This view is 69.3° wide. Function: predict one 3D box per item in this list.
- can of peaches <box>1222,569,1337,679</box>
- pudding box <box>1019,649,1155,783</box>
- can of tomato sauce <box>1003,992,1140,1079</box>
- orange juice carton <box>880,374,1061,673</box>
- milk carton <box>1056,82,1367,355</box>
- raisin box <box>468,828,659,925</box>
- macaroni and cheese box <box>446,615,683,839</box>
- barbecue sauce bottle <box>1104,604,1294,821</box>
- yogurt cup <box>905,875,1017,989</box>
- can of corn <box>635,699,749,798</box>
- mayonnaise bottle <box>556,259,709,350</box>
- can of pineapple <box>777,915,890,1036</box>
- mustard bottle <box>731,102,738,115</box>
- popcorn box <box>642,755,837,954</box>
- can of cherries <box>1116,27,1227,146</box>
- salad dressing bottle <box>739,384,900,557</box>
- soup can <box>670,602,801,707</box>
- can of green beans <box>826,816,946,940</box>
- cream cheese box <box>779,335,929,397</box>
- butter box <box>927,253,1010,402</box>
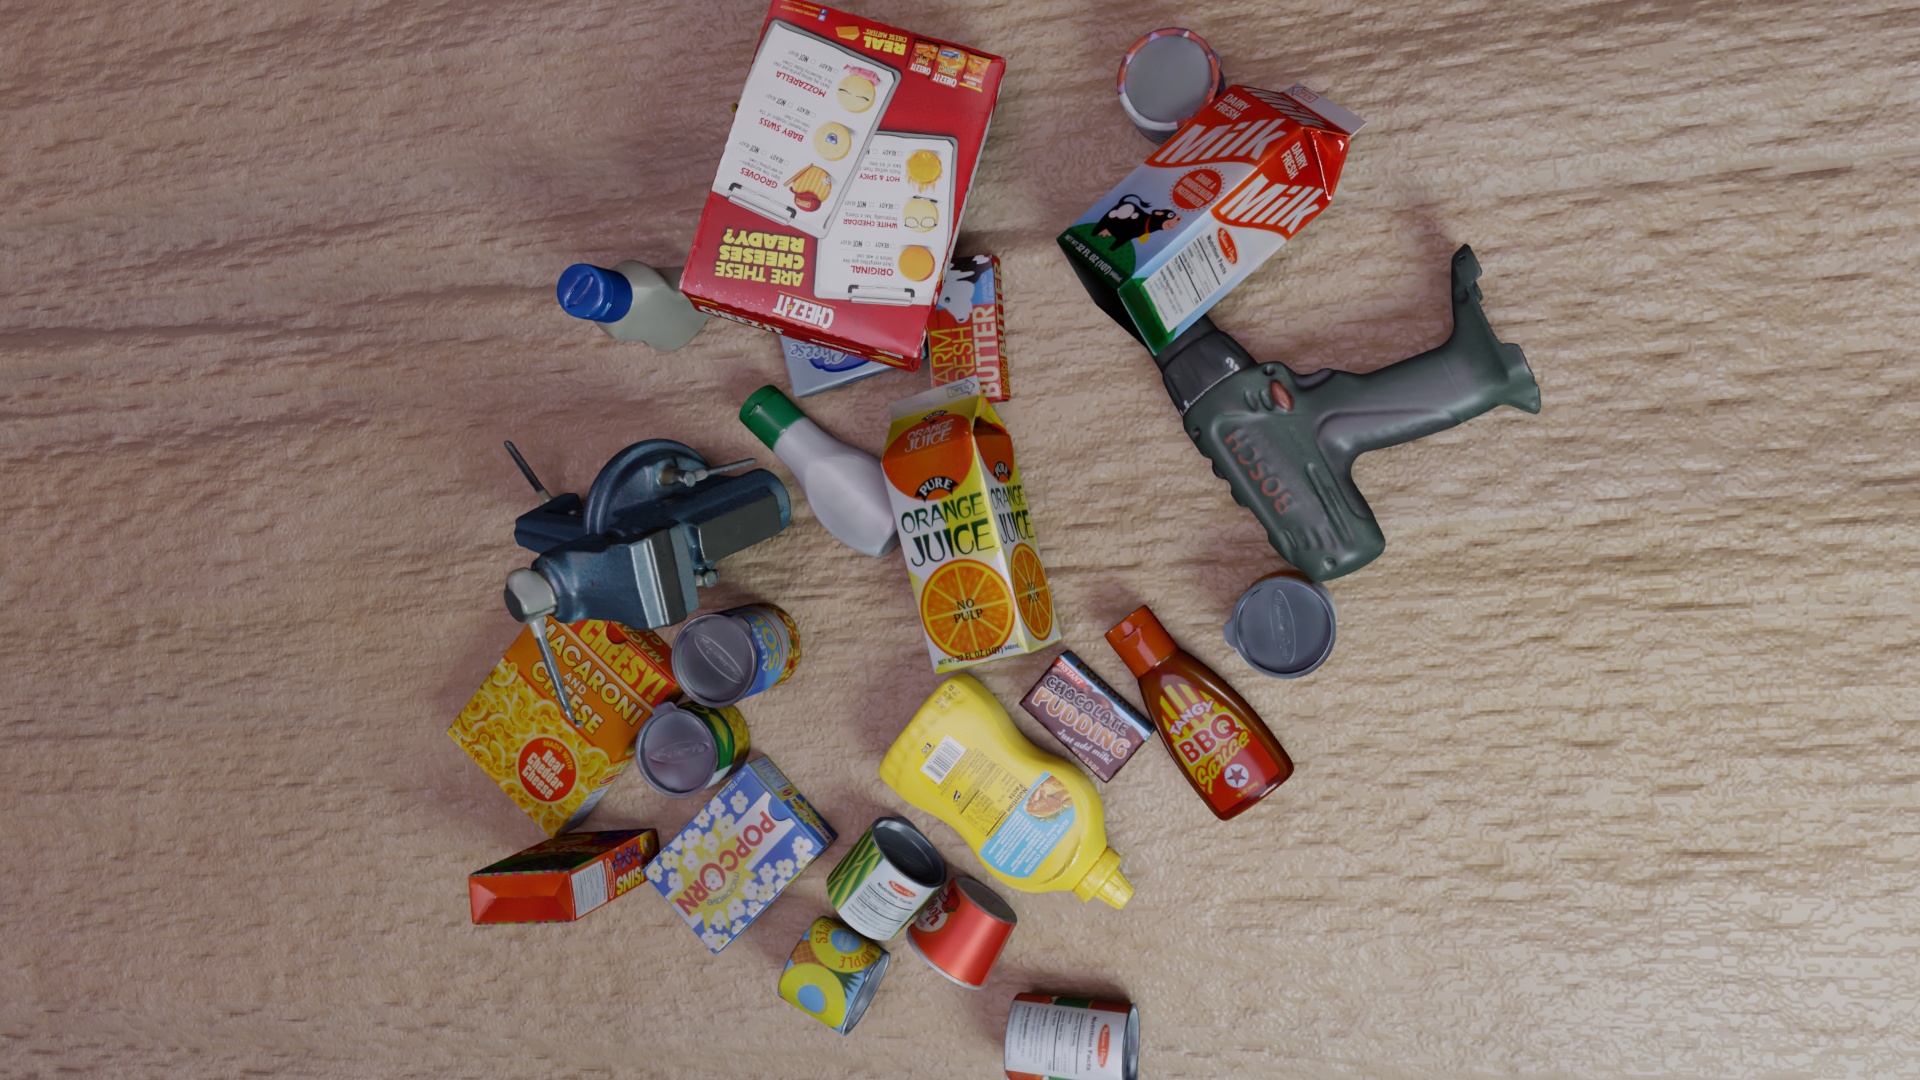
[{"bbox_3d":[0.211,0.054,0.911,0.071,0.058,0.071,1,94,16],"label":"can of peaches"},{"bbox_3d":[0.089,0.121,0.964,0.084,0.030,0.049,42,102,10],"label":"pudding box"},{"bbox_3d":[0.078,0.351,0.961,0.083,0.071,0.071,1,93,17],"label":"can of tomato sauce"},{"bbox_3d":[0.003,-0.012,0.957,0.071,0.073,0.192,-15,88,23],"label":"orange juice carton"},{"bbox_3d":[0.163,-0.216,0.880,0.190,0.073,0.072,-41,50,1],"label":"milk carton"},{"bbox_3d":[-0.290,0.248,1.031,0.086,0.123,0.040,-7,91,17],"label":"raisin box"},{"bbox_3d":[-0.301,0.127,1.071,0.124,0.040,0.166,42,103,9],"label":"macaroni and cheese box"},{"bbox_3d":[0.156,0.112,0.937,0.064,0.044,0.148,-39,82,15],"label":"barbecue sauce bottle"},{"bbox_3d":[0.003,0.274,0.980,0.072,0.072,0.054,34,94,12],"label":"yogurt cup"},{"bbox_3d":[-0.199,0.150,1.034,0.071,0.058,0.071,1,93,16],"label":"can of corn"},{"bbox_3d":[-0.228,-0.169,0.979,0.041,0.148,0.064,44,103,10],"label":"mayonnaise bottle"},{"bbox_3d":[-0.091,0.313,1.006,0.058,0.071,0.071,26,100,14],"label":"can of pineapple"},{"bbox_3d":[-0.132,-0.241,0.999,0.065,0.049,0.160,-20,86,8],"label":"mustard bottle"},{"bbox_3d":[-0.165,0.235,1.039,0.085,0.038,0.126,46,104,10],"label":"popcorn box"},{"bbox_3d":[0.141,-0.299,0.913,0.071,0.058,0.071,1,94,16],"label":"can of cherries"},{"bbox_3d":[-0.097,-0.052,1.002,0.148,0.044,0.064,43,105,11],"label":"salad dressing bottle"},{"bbox_3d":[-0.158,0.079,1.005,0.071,0.084,0.071,1,94,16],"label":"soup can"},{"bbox_3d":[-0.053,0.241,0.991,0.071,0.071,0.057,42,106,10],"label":"can of green beans"},{"bbox_3d":[-0.077,-0.143,1.001,0.104,0.024,0.053,-15,89,16],"label":"cream cheese box"},{"bbox_3d":[0.004,-0.147,0.978,0.053,0.024,0.103,-4,91,17],"label":"butter box"}]
